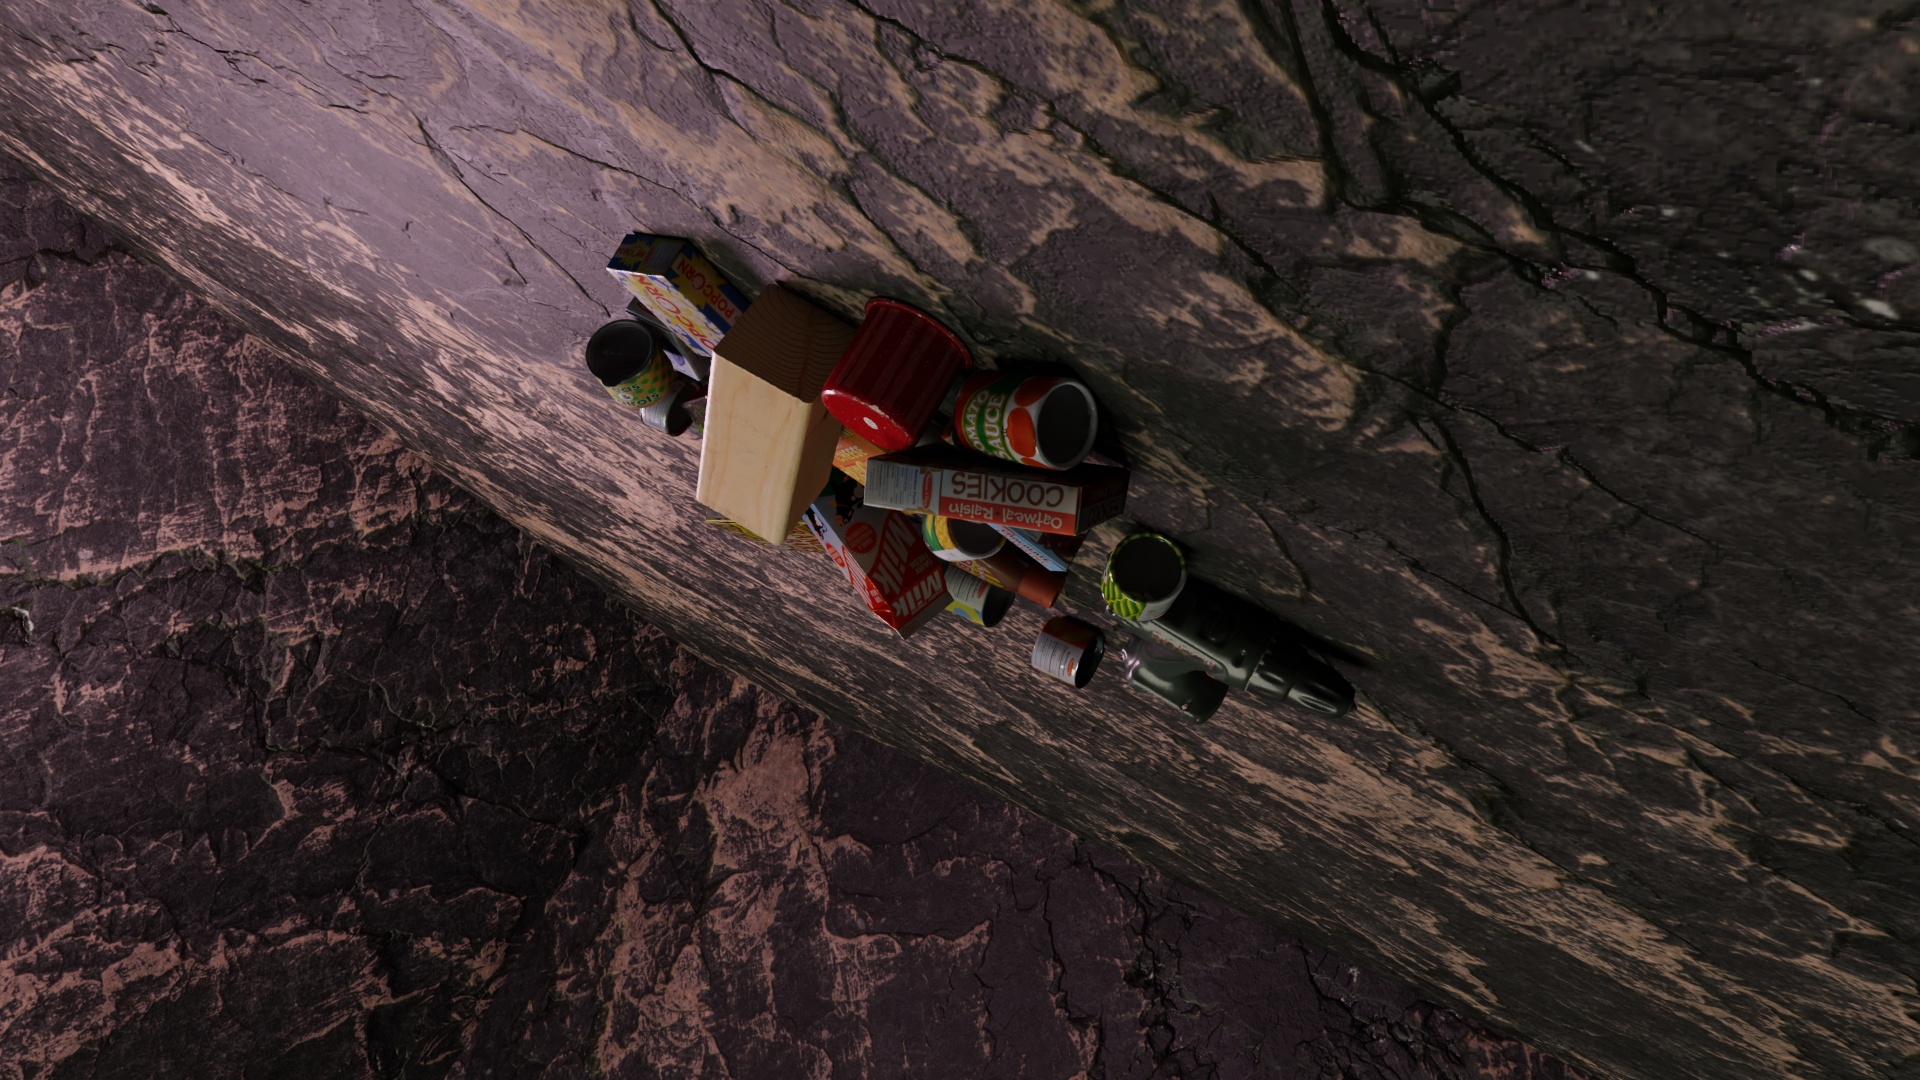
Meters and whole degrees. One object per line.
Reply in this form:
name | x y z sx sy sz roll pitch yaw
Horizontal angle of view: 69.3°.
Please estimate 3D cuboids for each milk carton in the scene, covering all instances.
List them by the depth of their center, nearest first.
milk carton | -0.087 0.005 1.410 0.190 0.072 0.073 53 162 -4

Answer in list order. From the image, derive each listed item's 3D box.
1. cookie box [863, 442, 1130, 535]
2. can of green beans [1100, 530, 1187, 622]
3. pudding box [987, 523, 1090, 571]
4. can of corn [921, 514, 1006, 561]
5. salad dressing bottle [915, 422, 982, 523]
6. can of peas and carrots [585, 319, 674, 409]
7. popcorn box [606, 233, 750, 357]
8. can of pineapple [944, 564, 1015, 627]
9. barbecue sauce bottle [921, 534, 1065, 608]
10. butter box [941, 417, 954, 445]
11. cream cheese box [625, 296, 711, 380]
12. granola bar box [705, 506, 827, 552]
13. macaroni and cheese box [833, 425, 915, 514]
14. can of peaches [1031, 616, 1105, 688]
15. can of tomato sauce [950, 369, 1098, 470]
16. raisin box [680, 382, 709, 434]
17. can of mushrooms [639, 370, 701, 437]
cookie box | 0.030 -0.042 1.048 0.167 0.040 0.123 9 -168 21
can of green beans | 0.155 0.031 1.176 0.071 0.071 0.057 28 164 7
pudding box | 0.068 -0.014 1.223 0.083 0.050 0.030 35 165 -21
can of corn | 0.005 -0.016 1.310 0.071 0.071 0.058 35 163 -19
salad dressing bottle | -0.025 -0.077 1.181 0.147 0.064 0.043 39 147 -4
can of peas and carrots | -0.308 -0.162 1.298 0.071 0.071 0.058 25 164 18
popcorn box | -0.226 -0.202 1.175 0.085 0.038 0.126 17 160 41
can of pineapple | 0.019 0.055 1.509 0.058 0.071 0.070 22 163 27
barbecue sauce bottle | 0.034 0.020 1.413 0.149 0.044 0.064 26 163 10
butter box | 0.038 -0.070 1.144 0.103 0.024 0.053 34 164 -16
cream cheese box | -0.278 -0.193 1.328 0.053 0.024 0.103 26 165 14
granola bar box | -0.195 -0.020 1.576 0.124 0.039 0.165 2 169 19
macaroni and cheese box | -0.083 -0.088 1.280 0.166 0.040 0.123 35 163 -20
can of peaches | 0.121 0.124 1.550 0.058 0.071 0.071 22 163 25
can of tomato sauce | 0.045 -0.086 0.992 0.083 0.071 0.071 12 157 46
raisin box | -0.223 -0.104 1.418 0.123 0.040 0.086 55 156 -17
can of mushrooms | -0.302 -0.145 1.459 0.033 0.071 0.071 24 164 16
